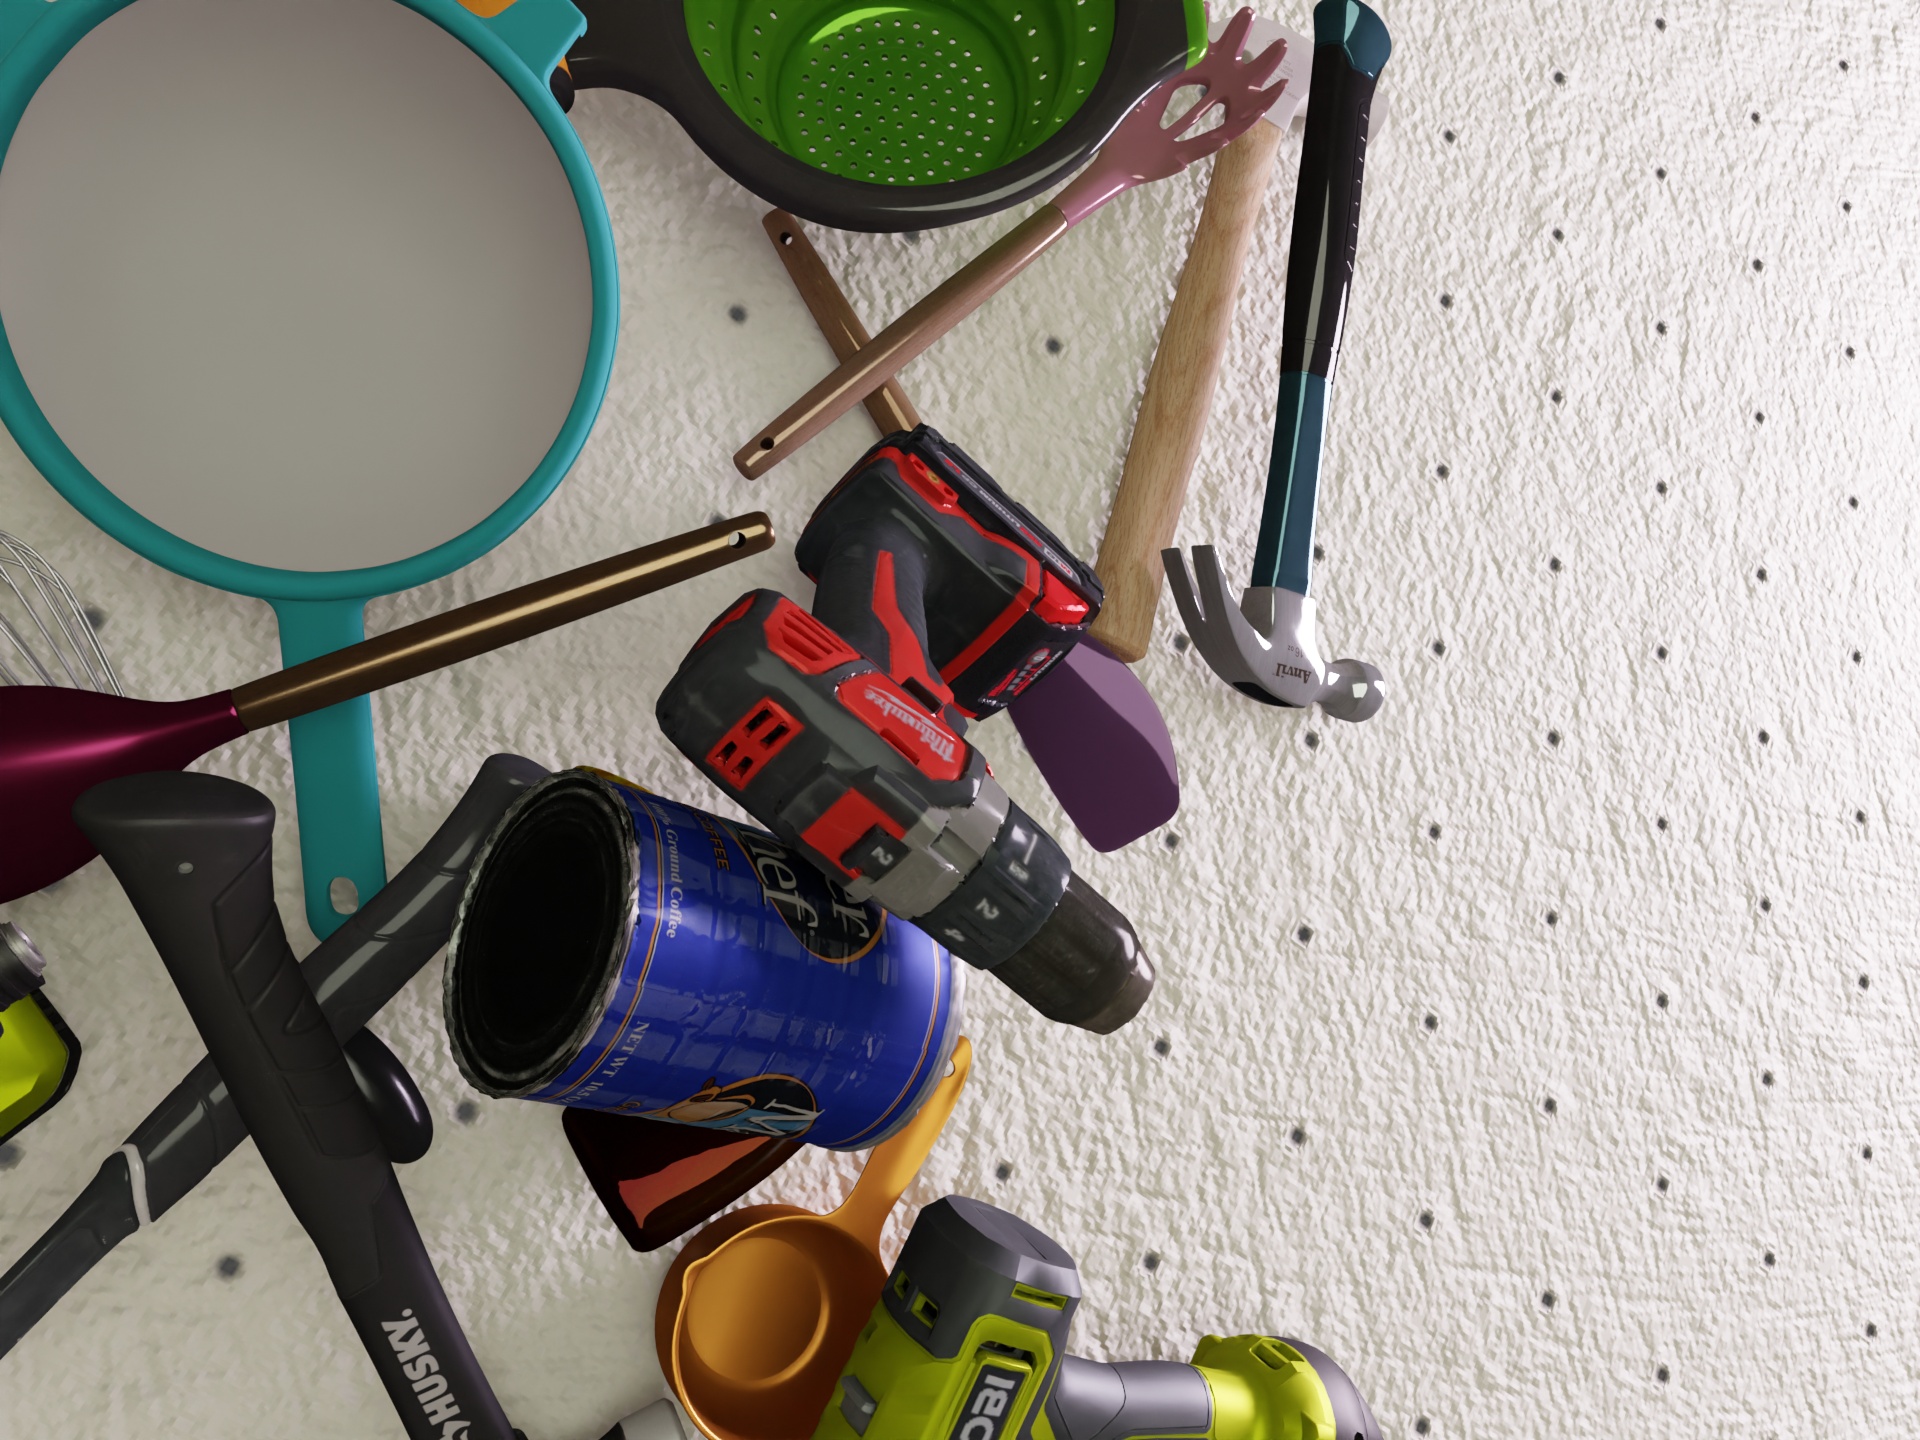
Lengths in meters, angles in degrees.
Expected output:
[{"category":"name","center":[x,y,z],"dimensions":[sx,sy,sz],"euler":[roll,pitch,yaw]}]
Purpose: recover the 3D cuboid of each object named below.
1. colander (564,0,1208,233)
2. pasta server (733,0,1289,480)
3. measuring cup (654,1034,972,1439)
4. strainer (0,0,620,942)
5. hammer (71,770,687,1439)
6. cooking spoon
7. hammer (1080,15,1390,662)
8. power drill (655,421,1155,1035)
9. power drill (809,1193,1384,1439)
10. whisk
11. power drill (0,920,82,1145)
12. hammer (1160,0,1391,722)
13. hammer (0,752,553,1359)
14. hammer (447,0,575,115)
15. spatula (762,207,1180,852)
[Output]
[{"category":"colander","center":[-0.105,-0.263,0.651],"dimensions":[0.397,0.094,0.204],"euler":[-11,80,-6]},{"category":"pasta server","center":[0.024,-0.206,0.687],"dimensions":[0.316,0.040,0.060],"euler":[-42,85,-17]},{"category":"measuring cup","center":[-0.051,0.197,0.623],"dimensions":[0.095,0.052,0.174],"euler":[39,69,-14]},{"category":"strainer","center":[-0.223,-0.091,0.575],"dimensions":[0.211,0.095,0.340],"euler":[0,105,-5]},{"category":"hammer","center":[-0.191,0.161,0.494],"dimensions":[0.146,0.035,0.334],"euler":[-20,121,-17]},{"category":"cooking spoon","center":[-0.212,-0.013,0.524],"dimensions":[0.319,0.017,0.068],"euler":[-21,104,-13]},{"category":"hammer","center":[0.110,-0.186,0.751],"dimensions":[0.130,0.031,0.331],"euler":[22,75,-19]},{"category":"power drill","center":[-0.001,-0.002,0.583],"dimensions":[0.187,0.080,0.227],"euler":[41,26,-13]},{"category":"power drill","center":[0.039,0.298,0.601],"dimensions":[0.228,0.080,0.190],"euler":[27,87,-30]},{"category":"whisk","center":[-0.275,0.045,0.548],"dimensions":[0.070,0.070,0.284],"euler":[-41,103,-22]},{"category":"power drill","center":[-0.319,0.112,0.427],"dimensions":[0.171,0.223,0.080],"euler":[-38,98,-22]},{"category":"hammer","center":[0.164,-0.171,0.741],"dimensions":[0.128,0.033,0.331],"euler":[11,84,-35]},{"category":"hammer","center":[-0.268,0.162,0.492],"dimensions":[0.036,0.149,0.409],"euler":[30,66,29]},{"category":"hammer","center":[-0.202,-0.378,0.601],"dimensions":[0.127,0.034,0.337],"euler":[-18,81,-8]},{"category":"spatula","center":[0.003,-0.085,0.696],"dimensions":[0.060,0.018,0.316],"euler":[-31,94,9]}]
